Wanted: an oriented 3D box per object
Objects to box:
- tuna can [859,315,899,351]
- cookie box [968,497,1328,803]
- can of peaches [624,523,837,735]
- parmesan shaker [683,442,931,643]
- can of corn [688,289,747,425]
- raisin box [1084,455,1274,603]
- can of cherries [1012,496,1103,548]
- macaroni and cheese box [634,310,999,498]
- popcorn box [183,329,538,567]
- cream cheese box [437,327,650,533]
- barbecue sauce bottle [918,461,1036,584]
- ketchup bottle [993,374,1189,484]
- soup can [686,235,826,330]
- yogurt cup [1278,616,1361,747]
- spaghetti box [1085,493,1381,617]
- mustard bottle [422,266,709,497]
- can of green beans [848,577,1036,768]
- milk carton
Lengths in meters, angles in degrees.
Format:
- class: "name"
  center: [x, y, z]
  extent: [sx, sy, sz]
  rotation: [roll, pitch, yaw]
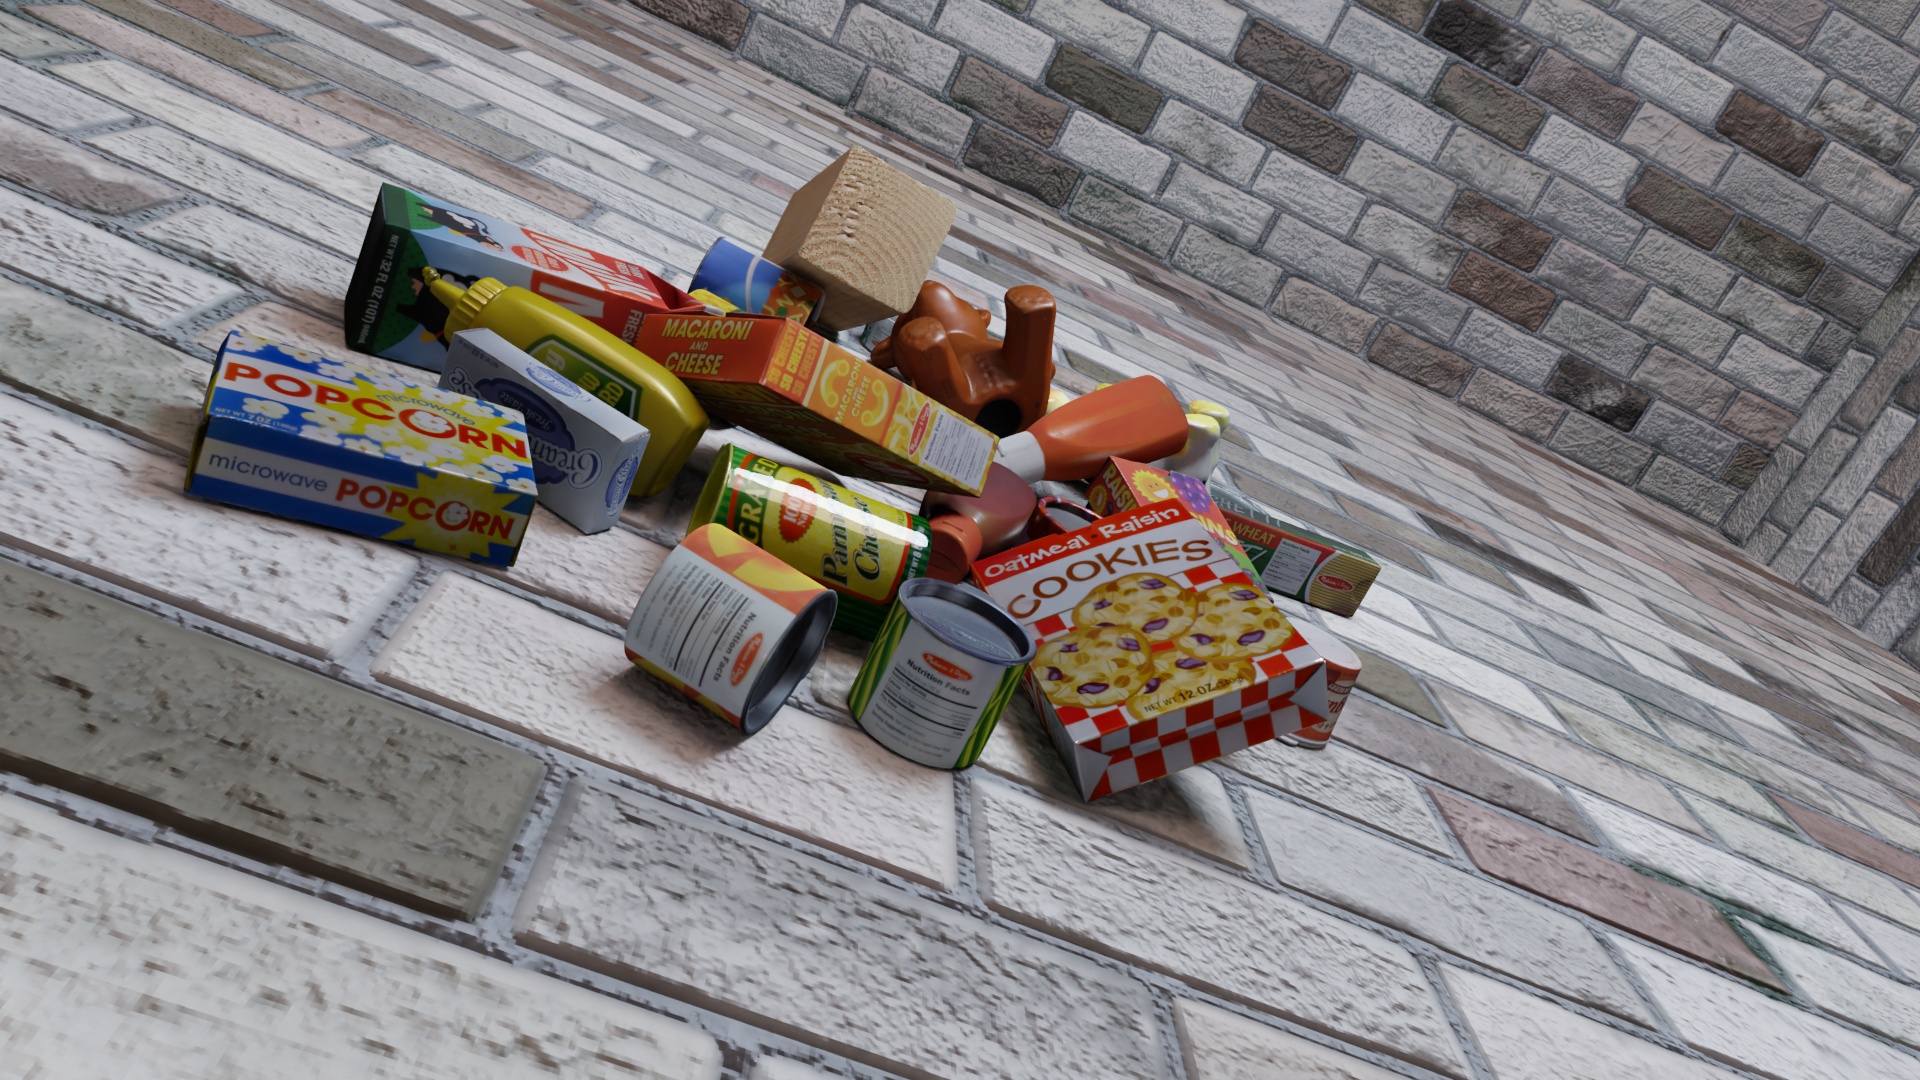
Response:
- class: "tuna can"
  center: [-0.049, -0.173, 1.187]
  extent: [0.071, 0.032, 0.071]
  rotation: [24, 20, -9]
- class: "cookie box"
  center: [0.088, 0.046, 0.696]
  extent: [0.123, 0.040, 0.168]
  rotation: [-17, 32, -8]
- class: "can of peaches"
  center: [-0.091, 0.035, 0.555]
  extent: [0.058, 0.071, 0.071]
  rotation: [30, 19, 10]
- class: "parmesan shaker"
  center: [-0.072, 0.000, 0.658]
  extent: [0.103, 0.071, 0.071]
  rotation: [20, 20, -18]
- class: "can of corn"
  center: [-0.149, -0.112, 0.856]
  extent: [0.058, 0.071, 0.071]
  rotation: [29, 19, 6]
- class: "raisin box"
  center: [0.146, 0.003, 0.939]
  extent: [0.086, 0.040, 0.124]
  rotation: [12, 37, -32]
- class: "can of cherries"
  center: [0.060, 0.014, 0.813]
  extent: [0.071, 0.058, 0.072]
  rotation: [24, 20, -9]
- class: "macaroni and cheese box"
  center: [-0.079, -0.075, 0.762]
  extent: [0.124, 0.040, 0.166]
  rotation: [10, -11, 44]
- class: "popcorn box"
  center: [-0.246, -0.038, 0.578]
  extent: [0.127, 0.038, 0.085]
  rotation: [16, 22, -29]
- class: "cream cheese box"
  center: [-0.199, -0.052, 0.652]
  extent: [0.104, 0.053, 0.024]
  rotation: [31, 23, 13]
- class: "barbecue sauce bottle"
  center: [0.003, -0.010, 0.824]
  extent: [0.065, 0.043, 0.149]
  rotation: [27, 20, 4]
- class: "ketchup bottle"
  center: [0.084, -0.071, 0.980]
  extent: [0.149, 0.043, 0.065]
  rotation: [-19, 55, -19]
- class: "soup can"
  center: [-0.149, -0.168, 1.000]
  extent: [0.084, 0.071, 0.071]
  rotation: [27, 19, -2]
- class: "yogurt cup"
  center: [0.202, 0.082, 0.830]
  extent: [0.072, 0.053, 0.072]
  rotation: [24, 18, -8]
- class: "spaghetti box"
  center: [0.209, 0.000, 1.054]
  extent: [0.250, 0.050, 0.029]
  rotation: [18, 19, -23]
- class: "mustard bottle"
  center: [-0.205, -0.086, 0.692]
  extent: [0.160, 0.065, 0.049]
  rotation: [35, 9, -1]
- class: "can of green beans"
  center: [-0.008, 0.058, 0.611]
  extent: [0.071, 0.057, 0.071]
  rotation: [24, 19, -9]
- class: "milk carton"
  center: [-0.230, -0.125, 0.768]
  extent: [0.191, 0.072, 0.074]
  rotation: [15, 22, -31]
